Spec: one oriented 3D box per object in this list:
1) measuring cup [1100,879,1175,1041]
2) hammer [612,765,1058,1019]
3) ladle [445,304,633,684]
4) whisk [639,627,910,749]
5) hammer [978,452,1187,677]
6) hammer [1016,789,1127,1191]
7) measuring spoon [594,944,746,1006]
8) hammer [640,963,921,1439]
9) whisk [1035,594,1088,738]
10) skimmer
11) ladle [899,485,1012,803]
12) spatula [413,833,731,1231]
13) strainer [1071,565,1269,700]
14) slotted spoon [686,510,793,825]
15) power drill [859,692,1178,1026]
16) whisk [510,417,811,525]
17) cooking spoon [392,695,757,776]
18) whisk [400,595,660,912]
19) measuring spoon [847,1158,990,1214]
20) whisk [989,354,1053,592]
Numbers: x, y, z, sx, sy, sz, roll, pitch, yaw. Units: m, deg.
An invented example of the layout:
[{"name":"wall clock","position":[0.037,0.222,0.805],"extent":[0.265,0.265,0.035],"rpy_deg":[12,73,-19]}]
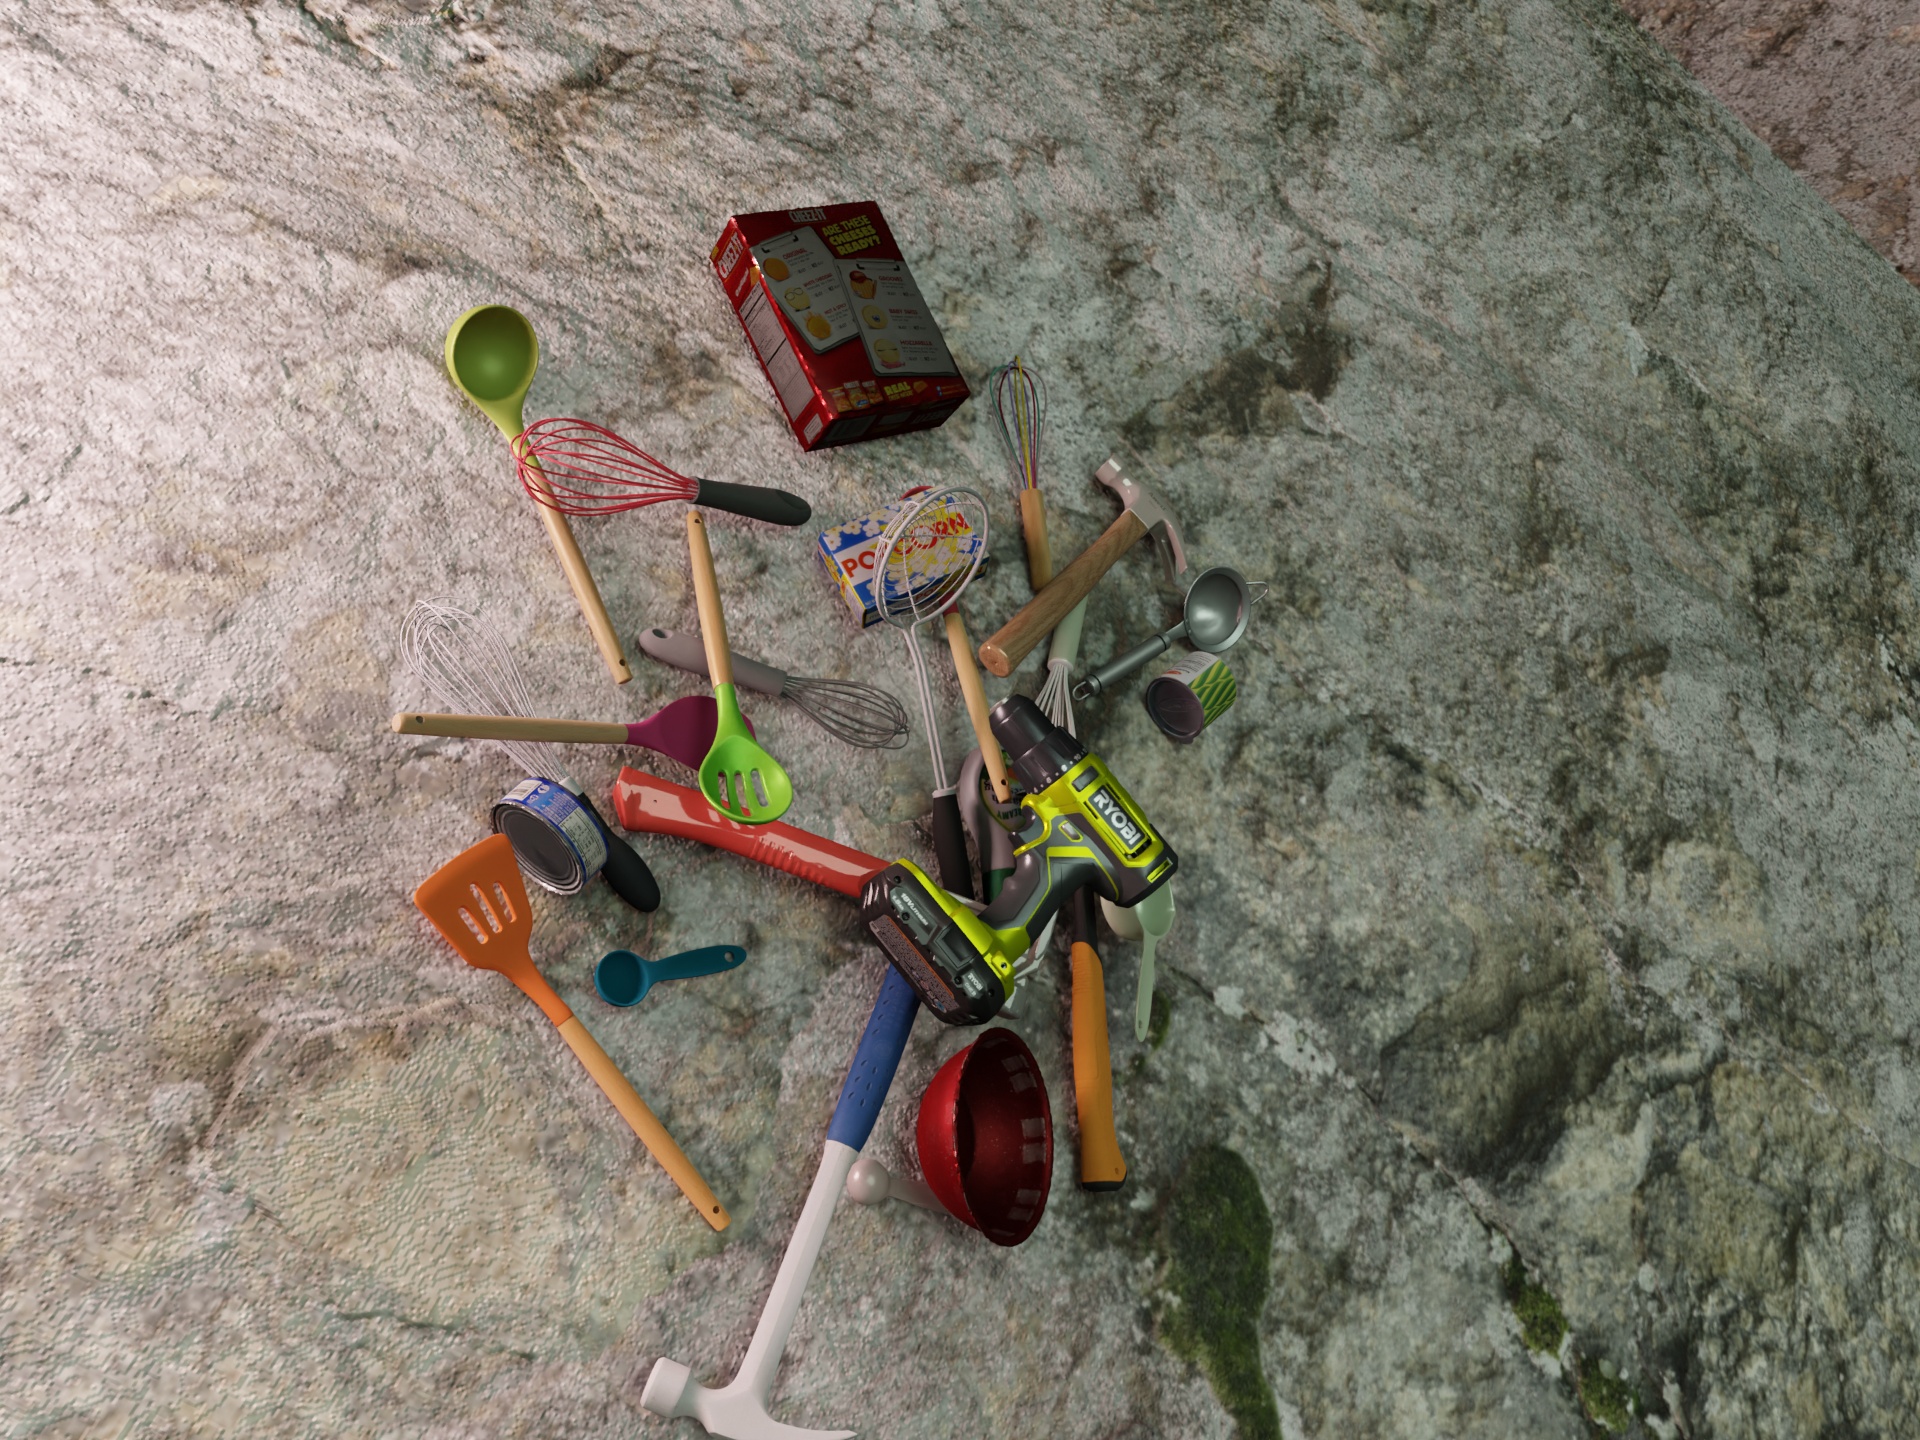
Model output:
[{"name":"measuring cup","position":[0.143,0.190,1.337],"extent":[0.083,0.038,0.168],"rpy_deg":[38,49,-43]},{"name":"hammer","position":[-0.094,0.105,1.237],"extent":[0.359,0.036,0.149],"rpy_deg":[22,68,-10]},{"name":"ladle","position":[-0.322,-0.179,1.256],"extent":[0.078,0.062,0.320],"rpy_deg":[-20,83,-41]},{"name":"whisk","position":[-0.148,-0.027,1.300],"extent":[0.238,0.055,0.055],"rpy_deg":[20,60,-18]},{"name":"hammer","position":[0.114,-0.132,1.474],"extent":[0.130,0.031,0.331],"rpy_deg":[46,46,-1]},{"name":"hammer","position":[0.104,0.218,1.329],"extent":[0.127,0.034,0.337],"rpy_deg":[22,59,-50]},{"name":"measuring spoon","position":[-0.217,0.187,1.184],"extent":[0.128,0.021,0.042],"rpy_deg":[-5,71,-42]},{"name":"hammer","position":[-0.085,0.327,1.170],"extent":[0.144,0.035,0.406],"rpy_deg":[22,55,0]},{"name":"whisk","position":[0.091,-0.042,1.453],"extent":[0.059,0.058,0.247],"rpy_deg":[55,39,-45]},{"name":"skimmer","position":[-0.002,-0.004,1.300],"extent":[0.127,0.090,0.363],"rpy_deg":[-8,87,-52]},{"name":"ladle","position":[0.000,-0.069,1.390],"extent":[0.069,0.031,0.316],"rpy_deg":[-6,63,-19]},{"name":"spatula","position":[-0.261,0.229,1.119],"extent":[0.081,0.041,0.322],"rpy_deg":[-39,92,-38]},{"name":"strainer","position":[0.197,-0.080,1.533],"extent":[0.258,0.050,0.086],"rpy_deg":[-31,115,-31]},{"name":"slotted spoon","position":[-0.187,-0.045,1.249],"extent":[0.070,0.031,0.314],"rpy_deg":[0,54,-23]},{"name":"power drill","position":[0.035,0.104,1.220],"extent":[0.228,0.080,0.190],"rpy_deg":[-39,88,-27]},{"name":"whisk","position":[-0.233,-0.189,1.285],"extent":[0.295,0.073,0.073],"rpy_deg":[4,66,-48]},{"name":"cooking spoon","position":[-0.271,0.009,1.174],"extent":[0.318,0.017,0.069],"rpy_deg":[4,66,-49]},{"name":"whisk","position":[-0.311,0.027,1.170],"extent":[0.070,0.070,0.284],"rpy_deg":[-41,98,-37]},{"name":"measuring spoon","position":[-0.028,0.360,1.214],"extent":[0.124,0.018,0.034],"rpy_deg":[20,60,-23]},{"name":"whisk","position":[0.064,-0.239,1.523],"extent":[0.051,0.047,0.245],"rpy_deg":[4,70,-31]}]
